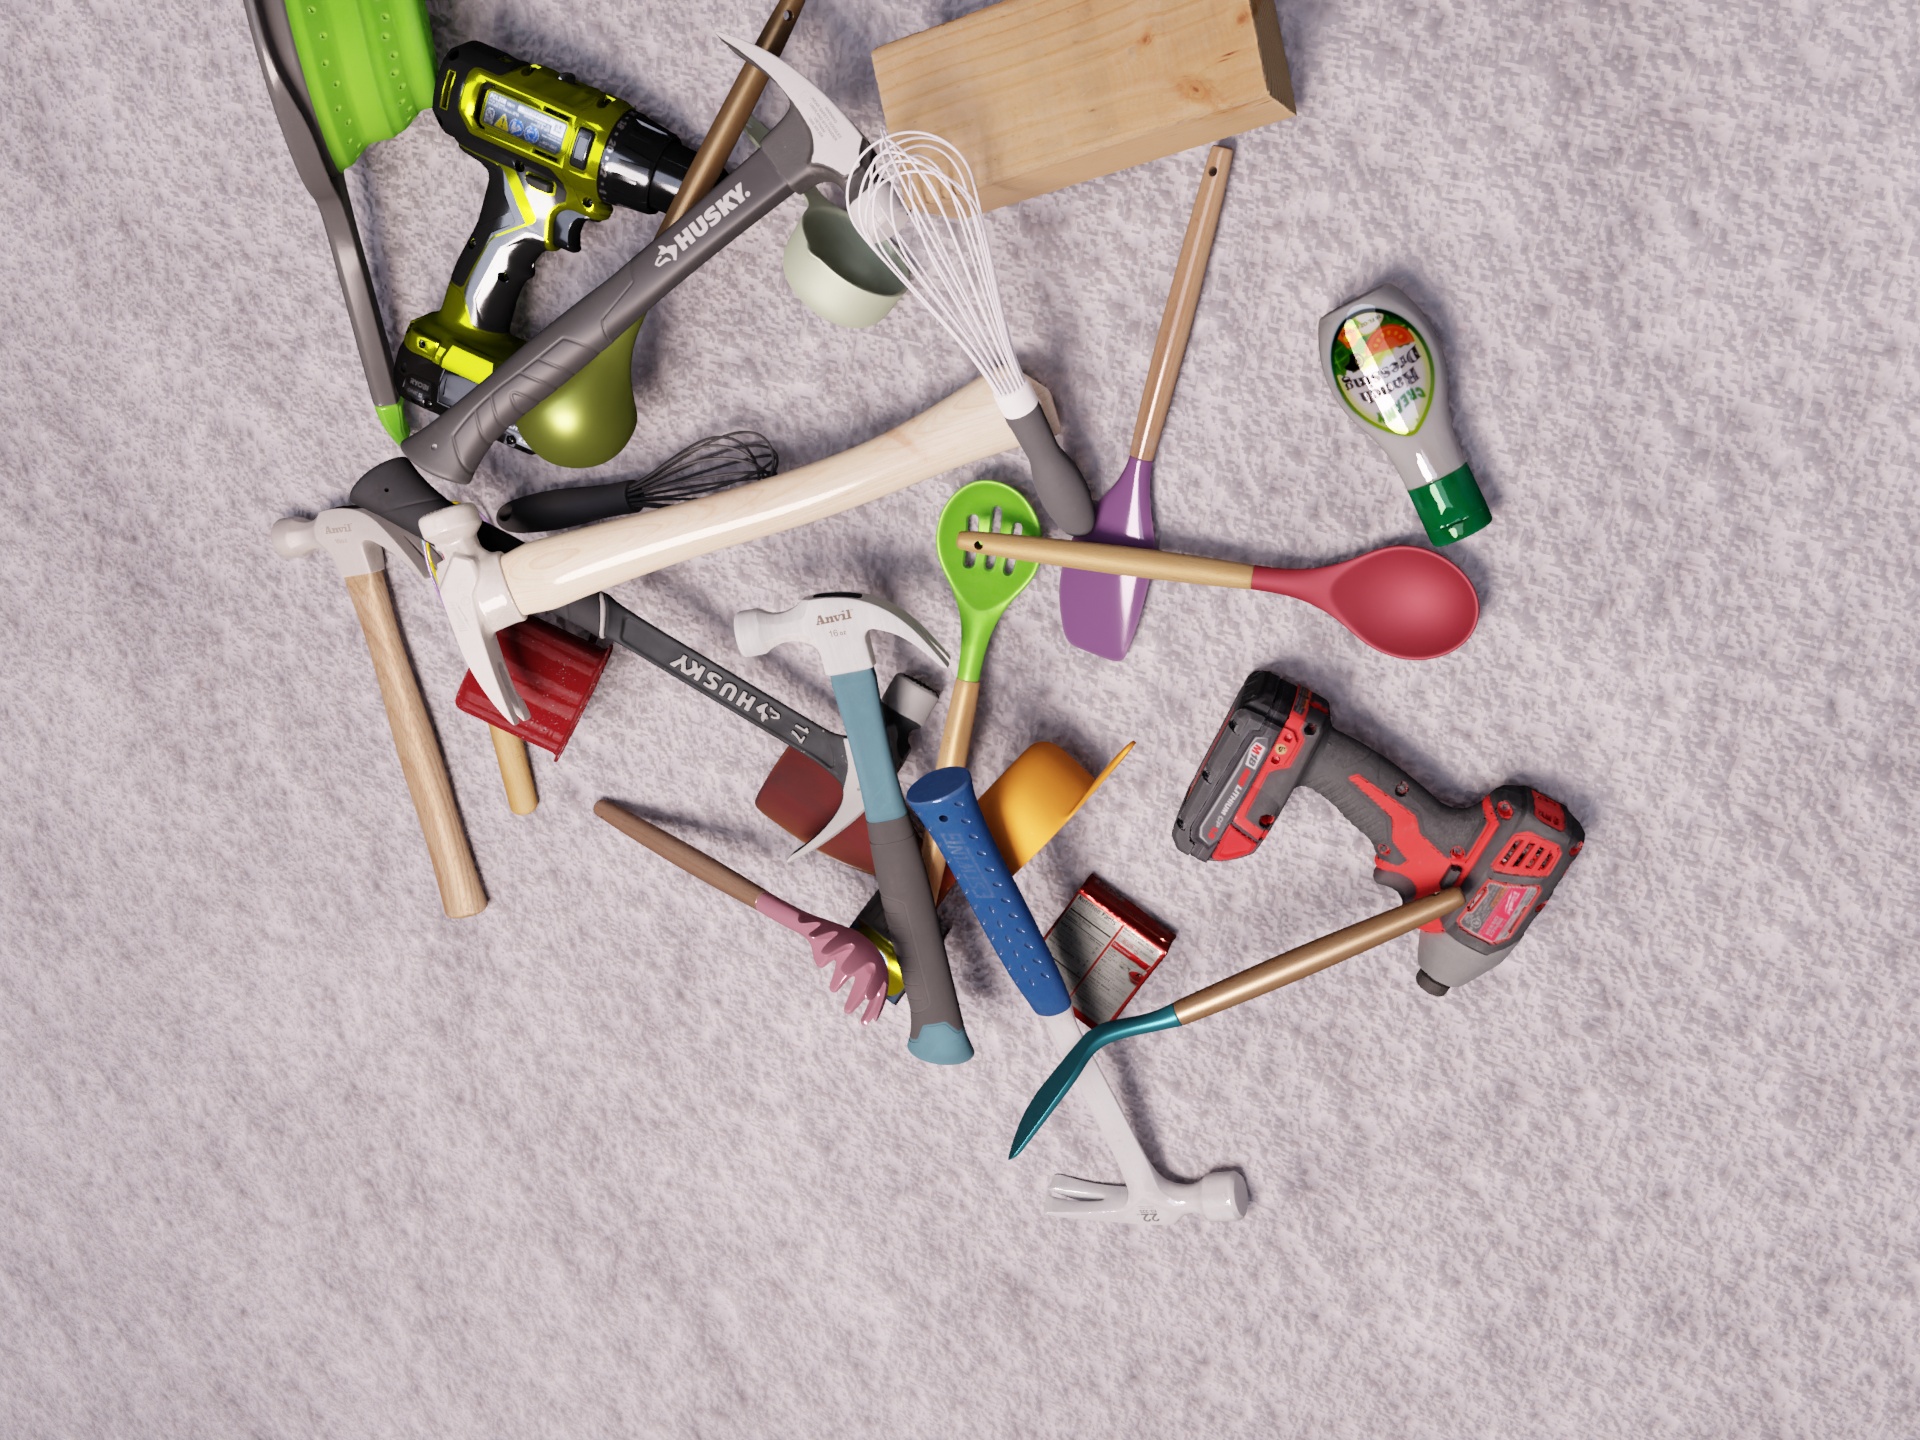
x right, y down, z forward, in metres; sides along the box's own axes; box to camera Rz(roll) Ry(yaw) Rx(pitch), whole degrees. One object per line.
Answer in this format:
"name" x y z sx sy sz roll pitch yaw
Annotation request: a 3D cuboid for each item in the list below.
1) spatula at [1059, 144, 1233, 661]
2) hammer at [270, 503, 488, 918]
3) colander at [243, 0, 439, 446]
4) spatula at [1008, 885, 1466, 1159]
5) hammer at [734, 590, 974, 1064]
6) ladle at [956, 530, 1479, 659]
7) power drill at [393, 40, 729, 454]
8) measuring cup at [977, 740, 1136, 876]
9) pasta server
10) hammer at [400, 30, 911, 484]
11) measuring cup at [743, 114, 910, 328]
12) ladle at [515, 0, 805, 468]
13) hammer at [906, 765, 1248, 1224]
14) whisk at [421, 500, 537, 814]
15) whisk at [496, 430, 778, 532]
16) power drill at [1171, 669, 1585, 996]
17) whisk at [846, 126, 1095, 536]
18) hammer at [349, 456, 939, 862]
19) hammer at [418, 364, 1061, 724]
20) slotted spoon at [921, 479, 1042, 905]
"spatula" 0.114 -0.185 0.964 0.060 0.018 0.315 24 116 22
"hammer" -0.422 -0.003 1.219 0.130 0.031 0.331 -5 107 22
"colander" -0.376 -0.368 1.035 0.094 0.205 0.396 -12 126 -12
"spatula" 0.162 0.178 0.972 0.317 0.082 0.044 -26 95 15
"hammer" -0.046 0.075 1.039 0.128 0.033 0.331 -11 105 6
"ladle" 0.151 -0.089 0.965 0.315 0.031 0.069 9 112 11
"power drill" -0.262 -0.295 1.030 0.190 0.080 0.228 24 113 1
"measuring cup" 0.057 0.037 1.002 0.052 0.095 0.173 43 147 4
"pasta server" -0.160 0.120 1.102 0.316 0.040 0.060 24 143 36
"hammer" -0.200 -0.253 0.934 0.335 0.035 0.146 -35 86 13
"measuring cup" -0.098 -0.308 0.979 0.168 0.083 0.038 53 129 14
"ladle" -0.180 -0.296 0.972 0.078 0.062 0.320 25 105 -27
"hammer" 0.060 0.199 1.052 0.144 0.035 0.405 -12 122 25
"whisk" -0.352 -0.042 1.172 0.051 0.047 0.244 -6 111 5
"whisk" -0.224 -0.156 1.085 0.239 0.055 0.055 -6 107 26
"power drill" 0.250 0.074 0.978 0.220 0.078 0.143 27 115 6
"whisk" 0.018 -0.210 0.906 0.070 0.070 0.284 -11 135 23
"hammer" -0.225 -0.056 1.067 0.409 0.036 0.149 30 93 -1
"hammer" -0.133 -0.122 1.006 0.410 0.038 0.146 -17 98 9
"slotted spoon" -0.002 -0.003 1.045 0.070 0.031 0.313 13 105 10
